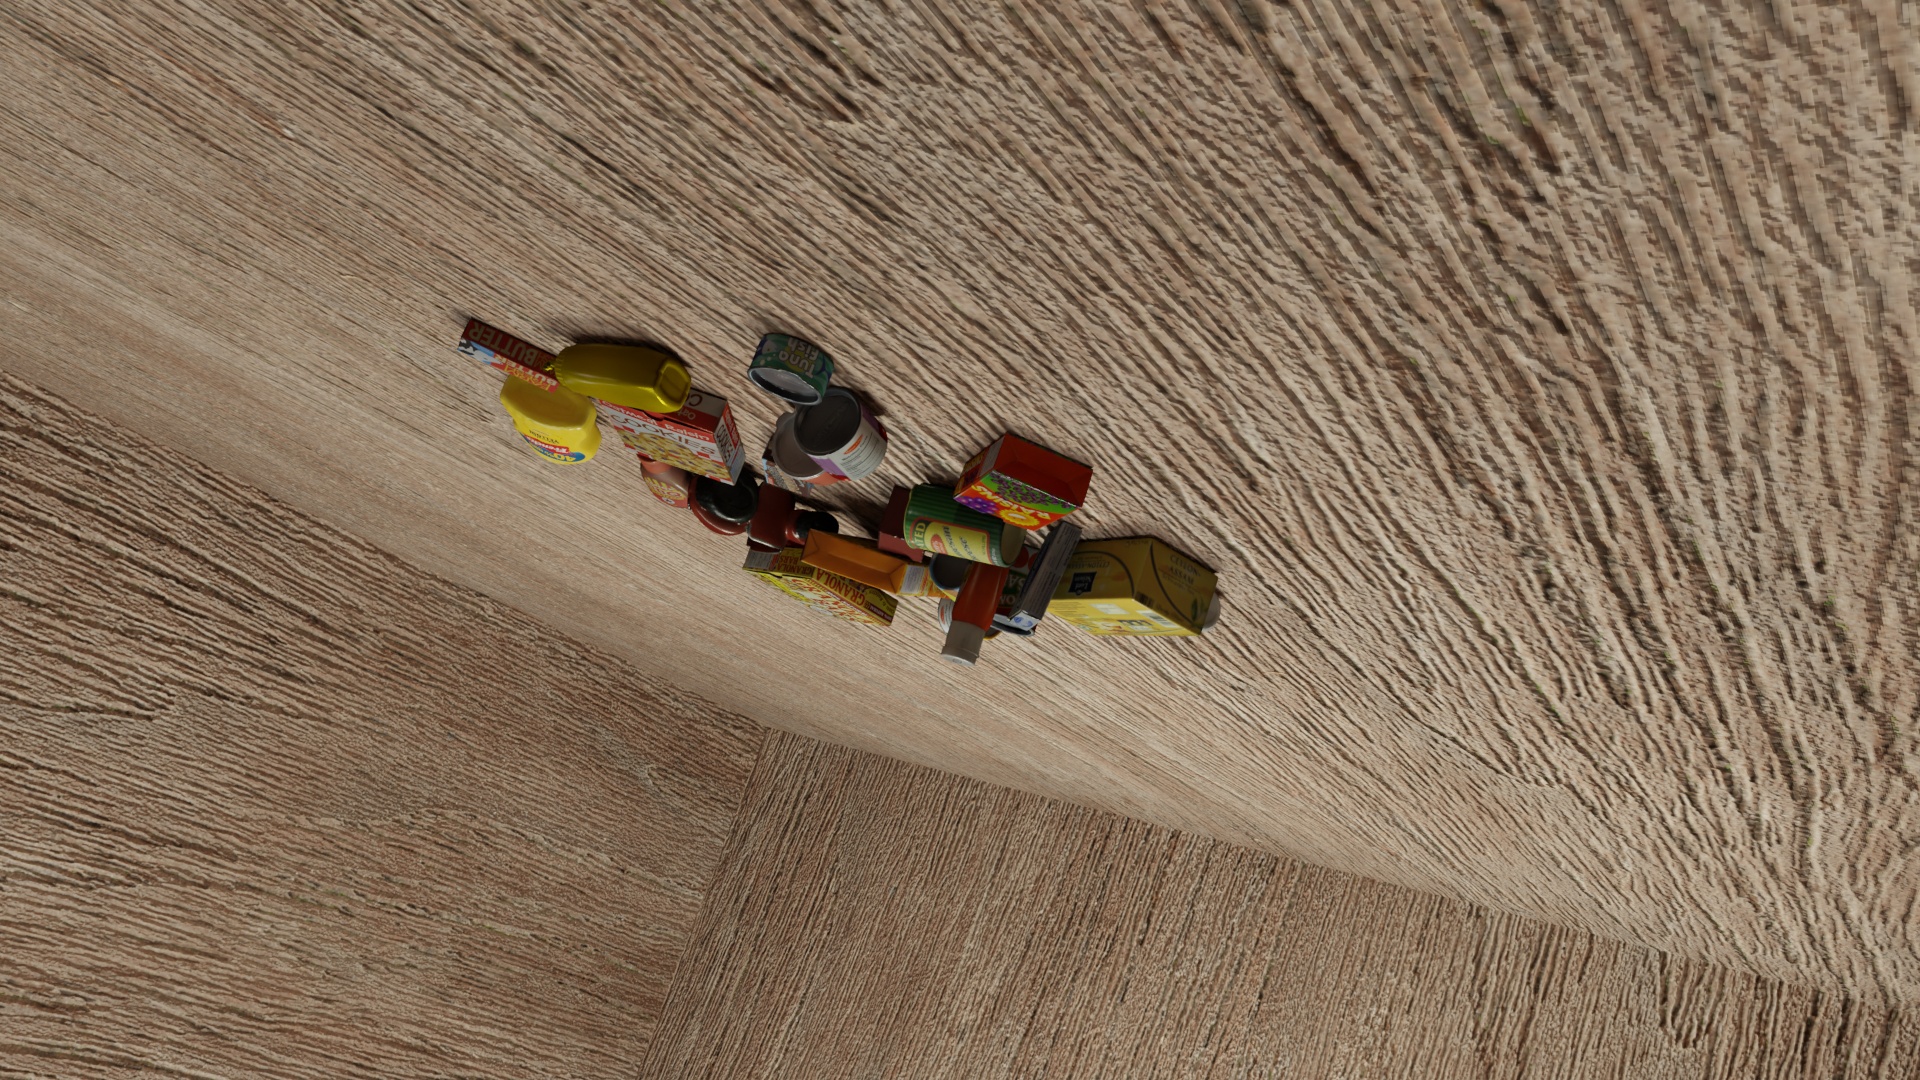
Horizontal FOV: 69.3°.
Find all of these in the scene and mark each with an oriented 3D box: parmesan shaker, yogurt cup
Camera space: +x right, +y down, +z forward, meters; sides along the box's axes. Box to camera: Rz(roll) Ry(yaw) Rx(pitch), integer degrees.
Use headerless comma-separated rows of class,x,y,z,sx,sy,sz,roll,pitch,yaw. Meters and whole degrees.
parmesan shaker,0.005,-0.017,1.346,0.103,0.071,0.071,12,163,24
yogurt cup,-0.134,-0.083,1.289,0.072,0.072,0.054,14,172,19

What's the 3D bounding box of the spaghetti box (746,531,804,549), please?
spaghetti box,-0.213,-0.004,1.722,0.250,0.029,0.050,31,160,-36

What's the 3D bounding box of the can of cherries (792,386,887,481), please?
can of cherries,-0.106,-0.094,1.217,0.071,0.071,0.058,11,163,27

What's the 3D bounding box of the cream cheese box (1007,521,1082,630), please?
cream cheese box,0.082,0.034,1.356,0.024,0.104,0.053,28,162,-5

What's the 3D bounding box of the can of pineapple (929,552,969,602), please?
can of pineapple,0.007,0.036,1.519,0.071,0.071,0.057,10,162,30

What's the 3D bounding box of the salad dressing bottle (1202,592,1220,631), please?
salad dressing bottle,0.210,0.073,1.452,0.064,0.044,0.147,24,165,-24

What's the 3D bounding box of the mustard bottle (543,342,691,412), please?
mustard bottle,-0.329,-0.157,1.295,0.160,0.049,0.065,12,163,26

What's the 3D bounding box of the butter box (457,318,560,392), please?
butter box,-0.449,-0.184,1.392,0.103,0.024,0.053,25,164,-18

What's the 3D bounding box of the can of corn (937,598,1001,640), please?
can of corn,0.018,0.087,1.693,0.071,0.071,0.058,31,160,-36

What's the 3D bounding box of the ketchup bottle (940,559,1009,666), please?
ketchup bottle,0.020,0.053,1.411,0.043,0.149,0.064,19,164,-3

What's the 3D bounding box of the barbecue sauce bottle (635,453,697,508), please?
barbecue sauce bottle,-0.335,-0.081,1.576,0.065,0.044,0.148,19,164,6

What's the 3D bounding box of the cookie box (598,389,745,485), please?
cookie box,-0.290,-0.115,1.410,0.123,0.040,0.167,19,165,3

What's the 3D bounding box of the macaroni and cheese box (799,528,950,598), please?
macaroni and cheese box,-0.085,0.027,1.557,0.124,0.040,0.166,19,-177,21

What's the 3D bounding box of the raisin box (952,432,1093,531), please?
raisin box,0.053,-0.049,1.227,0.086,0.040,0.123,22,165,-13

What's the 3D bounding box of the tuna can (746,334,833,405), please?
tuna can,-0.140,-0.142,1.149,0.071,0.033,0.071,18,165,5

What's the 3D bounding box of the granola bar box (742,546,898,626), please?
granola bar box,-0.176,0.057,1.755,0.124,0.039,0.165,6,160,39

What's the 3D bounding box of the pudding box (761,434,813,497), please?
pudding box,-0.174,-0.076,1.423,0.050,0.030,0.083,20,164,1

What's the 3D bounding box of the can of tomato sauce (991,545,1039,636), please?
can of tomato sauce,0.059,0.052,1.481,0.071,0.083,0.071,18,164,5
